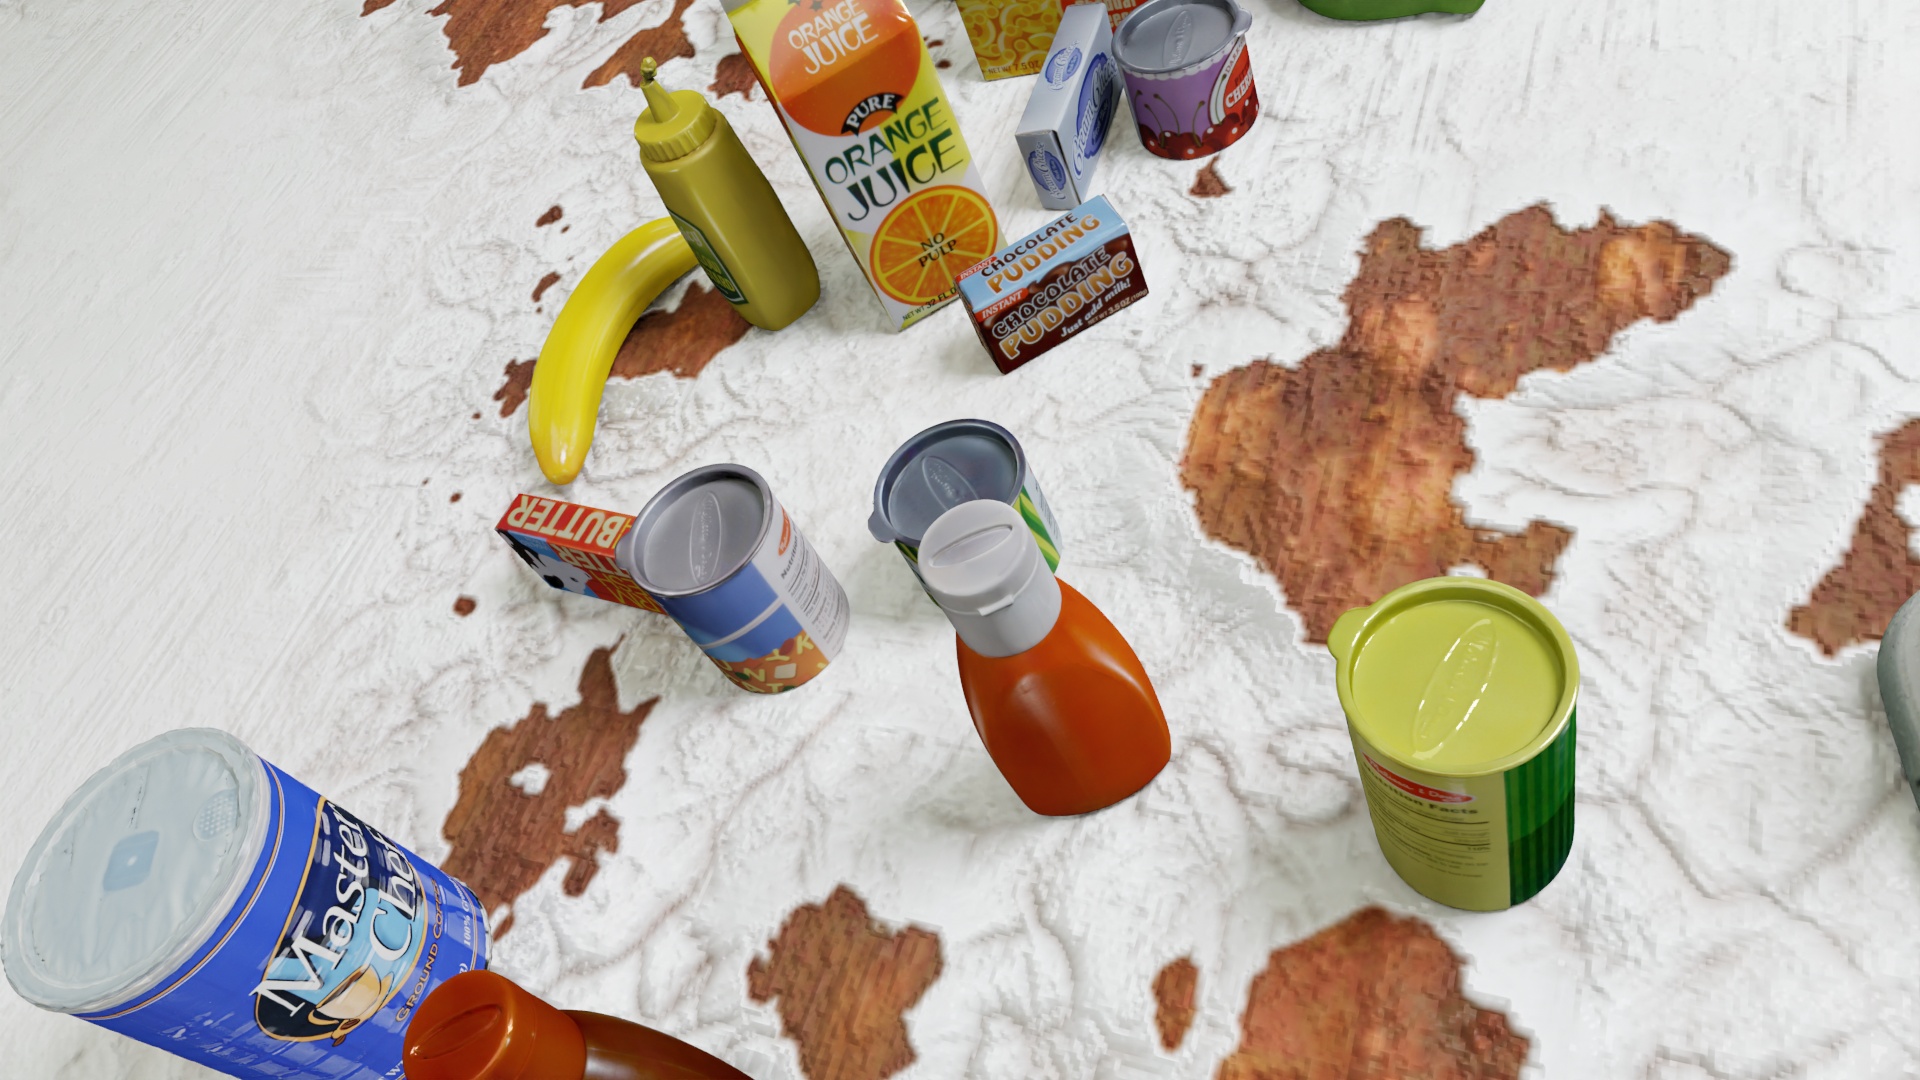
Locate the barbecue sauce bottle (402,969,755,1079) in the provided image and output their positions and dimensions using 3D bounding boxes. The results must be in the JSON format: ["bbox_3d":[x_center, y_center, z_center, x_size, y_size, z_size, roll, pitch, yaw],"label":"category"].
[{"bbox_3d":[-0.115,0.178,0.439,0.065,0.148,0.044,-26,49,3],"label":"barbecue sauce bottle"}]

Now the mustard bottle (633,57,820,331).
[{"bbox_3d":[-0.125,-0.176,0.703,0.049,0.159,0.065,-43,51,-11],"label":"mustard bottle"}]

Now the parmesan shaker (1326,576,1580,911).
[{"bbox_3d":[0.156,0.065,0.439,0.071,0.102,0.071,-12,52,15],"label":"parmesan shaker"}]

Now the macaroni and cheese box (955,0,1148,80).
[{"bbox_3d":[0.048,-0.333,0.744,0.123,0.165,0.040,-2,55,22],"label":"macaroni and cheese box"}]

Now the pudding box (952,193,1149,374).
[{"bbox_3d":[0.044,-0.122,0.663,0.084,0.049,0.030,-29,49,0],"label":"pudding box"}]

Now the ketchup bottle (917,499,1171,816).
[{"bbox_3d":[0.028,0.044,0.479,0.065,0.148,0.044,-24,49,5],"label":"ketchup bottle"}]

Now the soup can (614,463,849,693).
[{"bbox_3d":[-0.095,0.018,0.593,0.071,0.083,0.072,-12,52,15],"label":"soup can"}]

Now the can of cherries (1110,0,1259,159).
[{"bbox_3d":[0.119,-0.239,0.714,0.071,0.058,0.072,-12,52,15],"label":"can of cherries"}]

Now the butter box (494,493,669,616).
[{"bbox_3d":[-0.163,0.008,0.650,0.103,0.053,0.024,11,60,29],"label":"butter box"}]

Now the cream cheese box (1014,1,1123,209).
[{"bbox_3d":[0.060,-0.230,0.735,0.024,0.053,0.104,4,57,26],"label":"cream cheese box"}]

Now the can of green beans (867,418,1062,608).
[{"bbox_3d":[0.004,-0.008,0.589,0.071,0.057,0.071,-12,52,15],"label":"can of green beans"}]

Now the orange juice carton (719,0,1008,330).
[{"bbox_3d":[-0.045,-0.200,0.666,0.072,0.192,0.073,-30,49,0],"label":"orange juice carton"}]
